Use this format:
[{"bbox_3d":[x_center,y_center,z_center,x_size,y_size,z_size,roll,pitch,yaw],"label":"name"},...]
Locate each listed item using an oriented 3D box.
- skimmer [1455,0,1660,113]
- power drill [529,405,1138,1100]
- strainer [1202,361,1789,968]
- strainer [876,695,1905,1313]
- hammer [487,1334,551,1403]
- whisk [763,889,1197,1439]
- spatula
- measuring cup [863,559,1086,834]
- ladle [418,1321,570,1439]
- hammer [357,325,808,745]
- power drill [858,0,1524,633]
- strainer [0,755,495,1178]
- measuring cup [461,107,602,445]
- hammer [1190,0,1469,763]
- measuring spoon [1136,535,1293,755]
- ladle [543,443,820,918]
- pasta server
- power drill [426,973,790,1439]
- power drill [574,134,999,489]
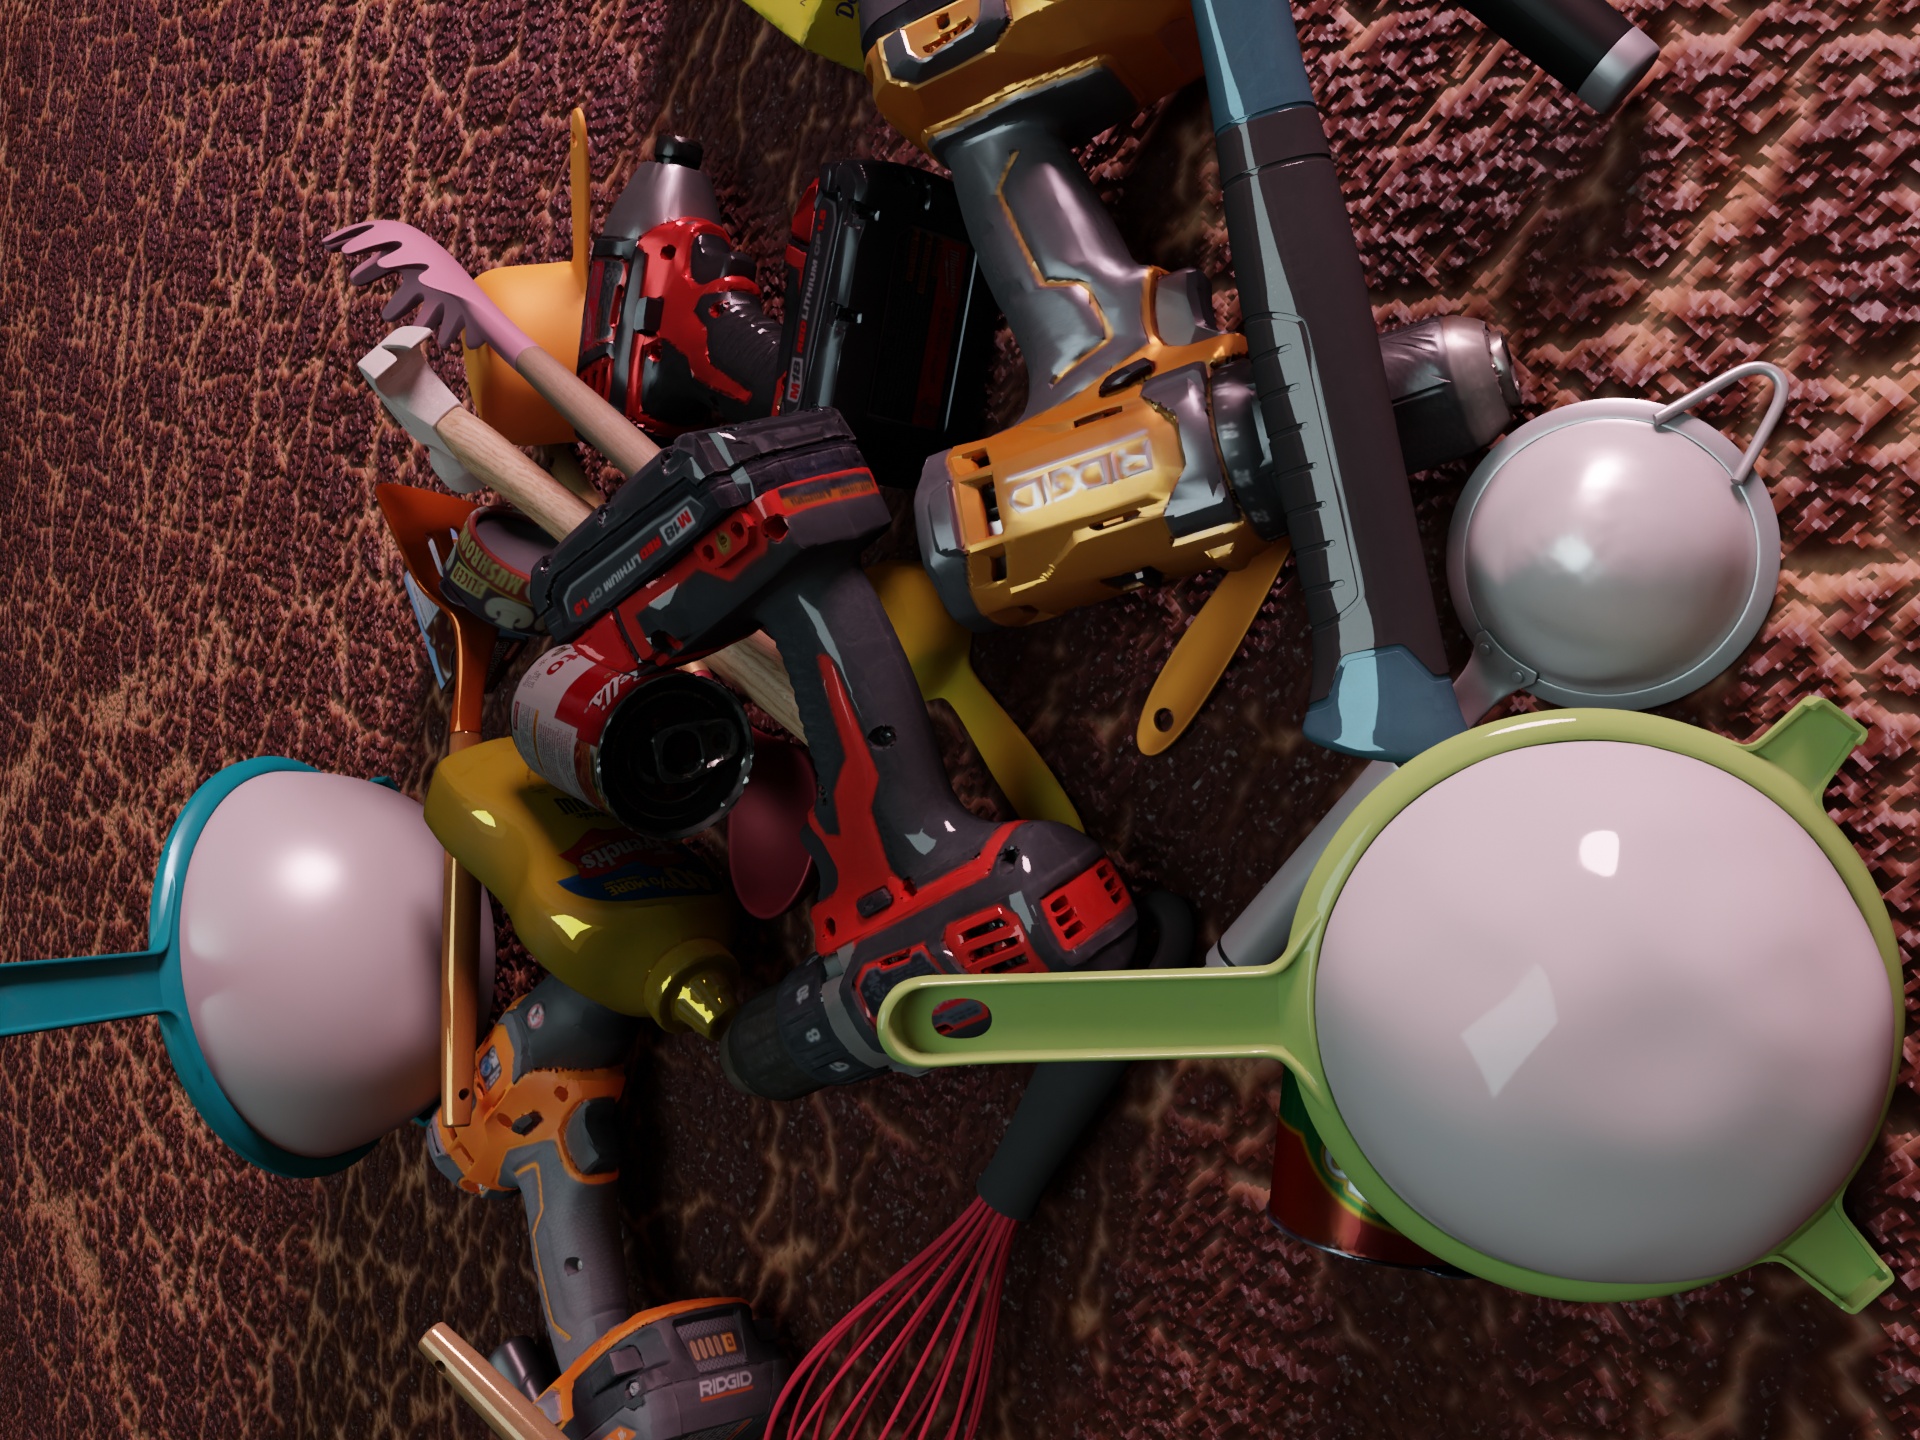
[{"bbox_3d":[0.076,-0.316,0.488,0.363,0.090,0.127,45,136,9],"label":"skimmer"},{"bbox_3d":[-0.060,0.025,0.567,0.188,0.080,0.227,-31,87,38],"label":"power drill"},{"bbox_3d":[0.140,0.005,0.464,0.087,0.050,0.258,45,122,19],"label":"strainer"},{"bbox_3d":[0.102,0.075,0.384,0.256,0.069,0.151,-3,91,8],"label":"strainer"},{"bbox_3d":[-0.116,0.443,0.689,0.409,0.036,0.149,47,118,35],"label":"hammer"},{"bbox_3d":[0.008,0.187,0.571,0.073,0.073,0.296,38,107,38],"label":"whisk"},{"bbox_3d":[-0.246,0.033,0.777,0.041,0.081,0.323,-18,69,42],"label":"spatula"},{"bbox_3d":[-0.001,-0.002,0.603,0.062,0.029,0.157,-54,53,27],"label":"measuring cup"},{"bbox_3d":[-0.096,0.344,0.590,0.320,0.062,0.078,37,117,14],"label":"ladle"},{"bbox_3d":[-0.144,-0.069,0.680,0.331,0.130,0.031,37,77,22],"label":"hammer"},{"bbox_3d":[0.063,-0.155,0.506,0.185,0.084,0.226,-15,77,26],"label":"power drill"},{"bbox_3d":[-0.304,0.109,0.729,0.095,0.340,0.211,-12,83,9],"label":"strainer"},{"bbox_3d":[-0.203,-0.206,0.749,0.095,0.052,0.173,59,149,32],"label":"measuring cup"},{"bbox_3d":[0.085,-0.148,0.433,0.128,0.033,0.331,-12,89,19],"label":"hammer"},{"bbox_3d":[0.091,-0.034,0.533,0.021,0.011,0.117,48,123,32],"label":"measuring spoon"},{"bbox_3d":[-0.134,-0.034,0.736,0.069,0.031,0.316,-53,53,25],"label":"ladle"},{"bbox_3d":[-0.175,-0.136,0.680,0.040,0.060,0.316,-43,62,-10],"label":"pasta server"},{"bbox_3d":[-0.160,0.221,0.713,0.164,0.084,0.227,-51,52,29],"label":"power drill"},{"bbox_3d":[-0.085,-0.174,0.665,0.220,0.078,0.143,18,101,46],"label":"power drill"}]
